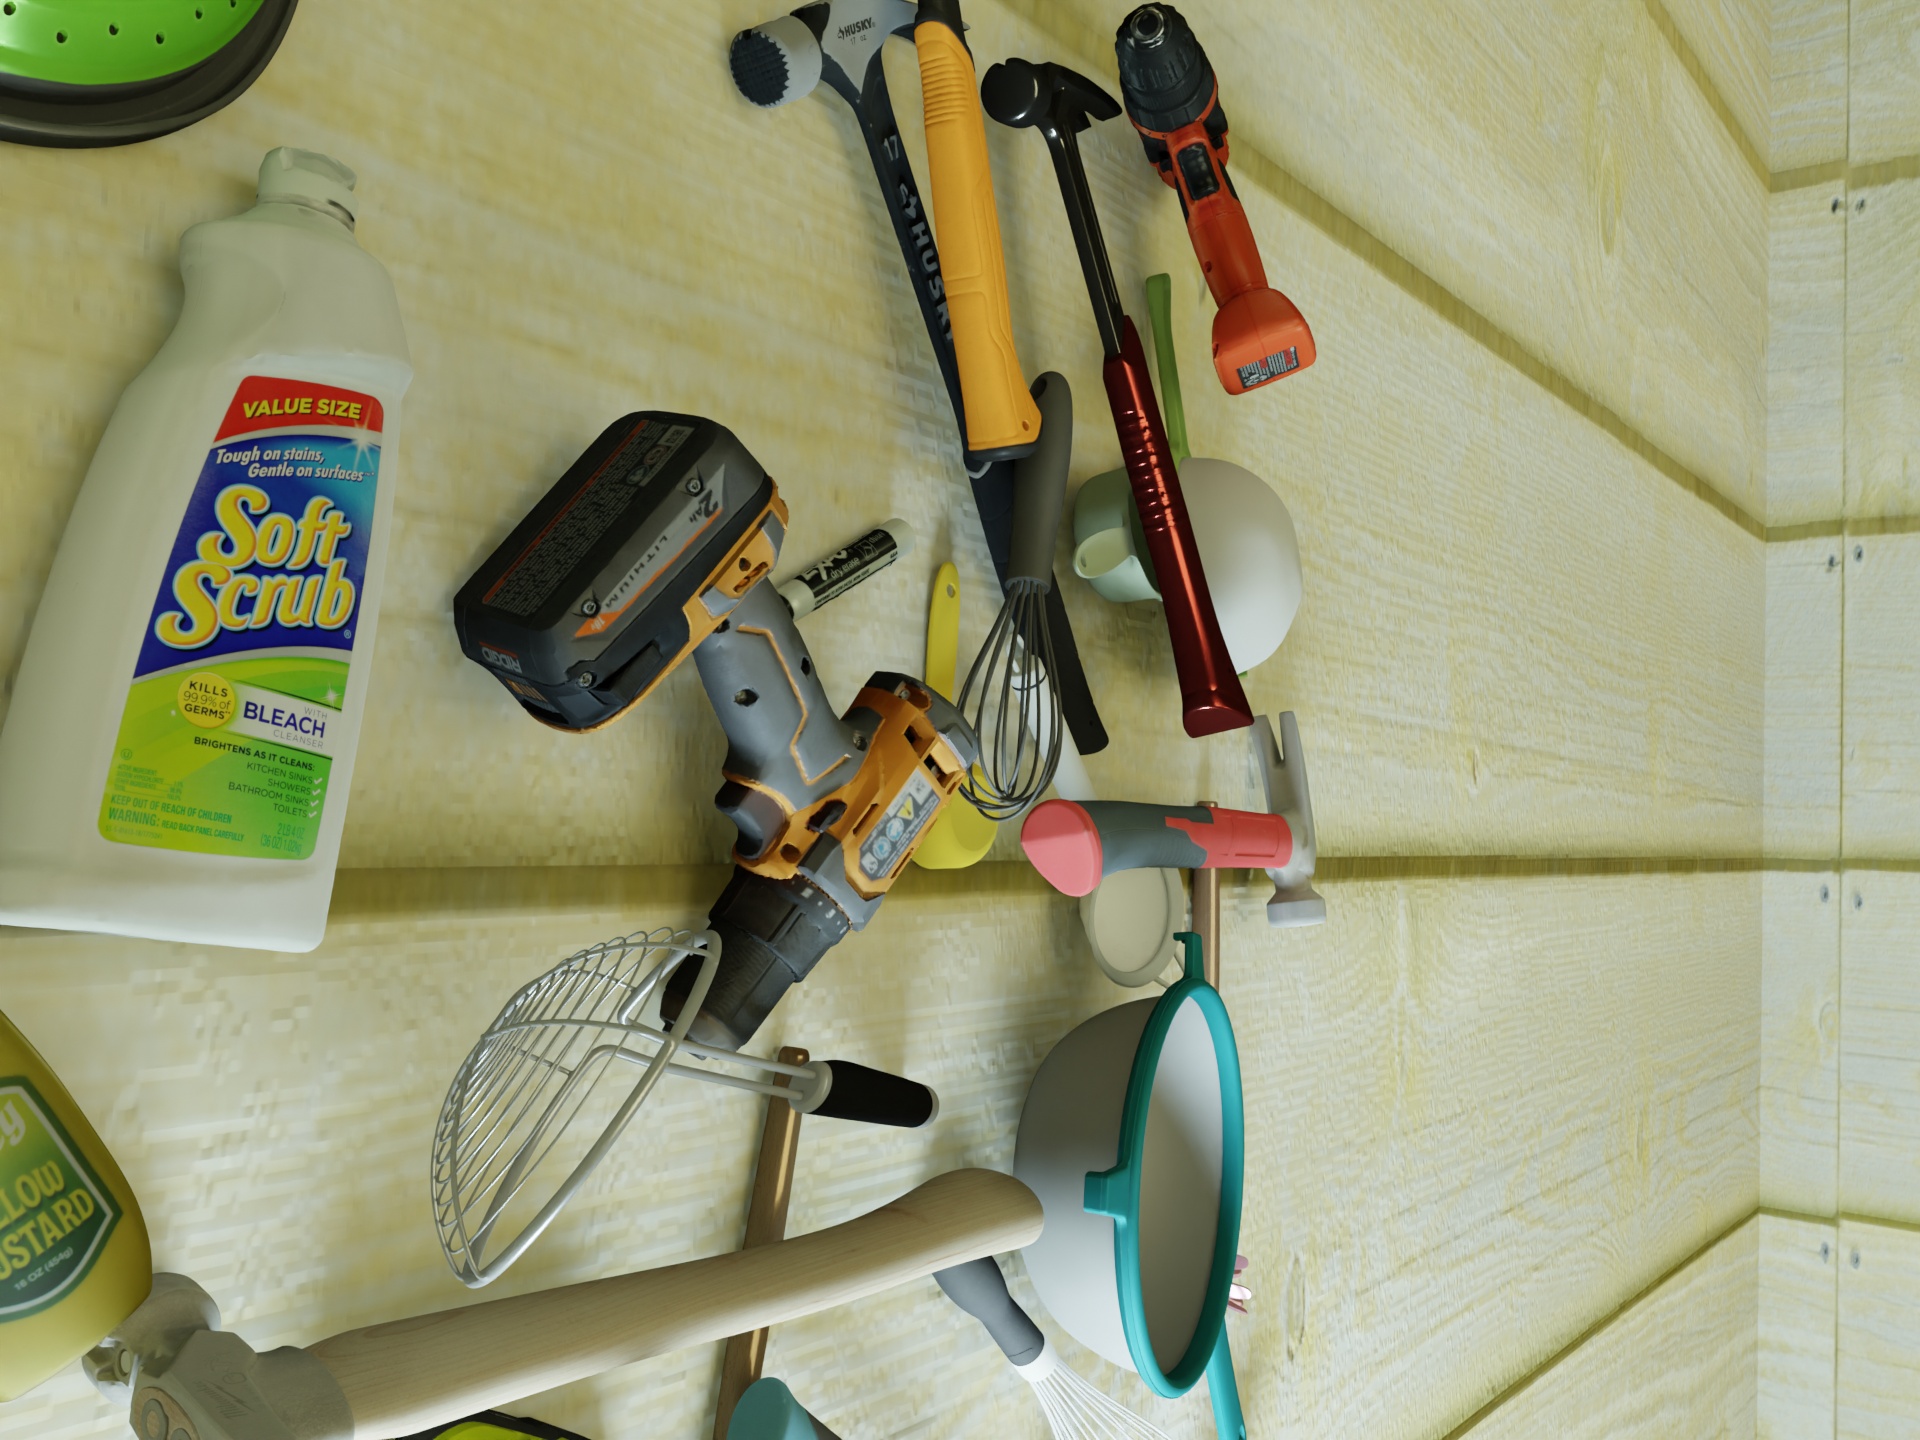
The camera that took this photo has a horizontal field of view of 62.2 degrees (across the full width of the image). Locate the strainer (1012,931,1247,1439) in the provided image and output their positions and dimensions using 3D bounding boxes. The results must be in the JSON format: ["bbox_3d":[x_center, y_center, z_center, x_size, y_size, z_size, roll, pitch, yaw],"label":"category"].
[{"bbox_3d":[0.095,0.294,0.877,0.211,0.095,0.340,-58,141,-51],"label":"strainer"}]

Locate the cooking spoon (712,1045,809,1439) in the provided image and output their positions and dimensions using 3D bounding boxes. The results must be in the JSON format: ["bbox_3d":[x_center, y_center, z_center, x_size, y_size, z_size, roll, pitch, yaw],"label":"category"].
[{"bbox_3d":[-0.098,0.302,0.687,0.068,0.017,0.319,24,71,-53],"label":"cooking spoon"}]

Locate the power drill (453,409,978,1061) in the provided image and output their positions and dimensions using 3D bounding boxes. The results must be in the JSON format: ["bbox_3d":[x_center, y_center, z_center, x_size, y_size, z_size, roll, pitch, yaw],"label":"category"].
[{"bbox_3d":[-0.099,0.015,0.635,0.185,0.084,0.226,-54,134,-20],"label":"power drill"}]

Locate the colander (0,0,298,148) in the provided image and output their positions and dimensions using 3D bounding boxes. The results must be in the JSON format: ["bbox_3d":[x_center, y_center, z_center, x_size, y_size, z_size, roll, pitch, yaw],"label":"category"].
[{"bbox_3d":[-0.279,-0.203,0.396,0.204,0.094,0.397,48,54,-41],"label":"colander"}]

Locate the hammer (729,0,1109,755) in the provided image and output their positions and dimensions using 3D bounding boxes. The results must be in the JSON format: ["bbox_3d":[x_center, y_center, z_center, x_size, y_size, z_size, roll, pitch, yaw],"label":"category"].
[{"bbox_3d":[0.008,-0.158,0.813,0.149,0.036,0.408,-45,124,-44],"label":"hammer"}]

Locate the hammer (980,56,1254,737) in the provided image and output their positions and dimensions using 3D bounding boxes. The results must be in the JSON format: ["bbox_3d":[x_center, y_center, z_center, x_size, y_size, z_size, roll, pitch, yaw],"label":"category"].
[{"bbox_3d":[0.096,-0.168,0.854,0.149,0.037,0.359,-25,100,-64],"label":"hammer"}]

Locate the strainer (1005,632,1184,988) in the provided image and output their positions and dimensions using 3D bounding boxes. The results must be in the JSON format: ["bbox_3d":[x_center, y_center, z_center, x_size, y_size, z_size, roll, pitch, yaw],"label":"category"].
[{"bbox_3d":[0.070,0.055,0.869,0.087,0.050,0.258,-49,130,-34],"label":"strainer"}]

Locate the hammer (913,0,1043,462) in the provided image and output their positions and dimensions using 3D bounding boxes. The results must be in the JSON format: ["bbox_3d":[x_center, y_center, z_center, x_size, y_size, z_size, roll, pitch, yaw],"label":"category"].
[{"bbox_3d":[-0.008,-0.288,0.735,0.127,0.034,0.336,-24,109,-53],"label":"hammer"}]

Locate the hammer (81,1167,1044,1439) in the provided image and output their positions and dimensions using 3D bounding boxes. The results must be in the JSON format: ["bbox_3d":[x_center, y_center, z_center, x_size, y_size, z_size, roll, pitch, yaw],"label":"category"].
[{"bbox_3d":[-0.088,0.222,0.598,0.410,0.146,0.038,8,98,-52],"label":"hammer"}]

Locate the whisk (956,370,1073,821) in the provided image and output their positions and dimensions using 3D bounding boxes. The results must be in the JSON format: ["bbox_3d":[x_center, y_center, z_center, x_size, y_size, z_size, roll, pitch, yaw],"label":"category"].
[{"bbox_3d":[0.032,-0.066,0.782,0.055,0.055,0.239,30,61,-48],"label":"whisk"}]

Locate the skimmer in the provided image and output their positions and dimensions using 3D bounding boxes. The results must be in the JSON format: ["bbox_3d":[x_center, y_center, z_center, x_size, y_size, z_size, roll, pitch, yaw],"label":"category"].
[{"bbox_3d":[-0.068,0.155,0.611,0.127,0.090,0.363,-52,152,0],"label":"skimmer"}]

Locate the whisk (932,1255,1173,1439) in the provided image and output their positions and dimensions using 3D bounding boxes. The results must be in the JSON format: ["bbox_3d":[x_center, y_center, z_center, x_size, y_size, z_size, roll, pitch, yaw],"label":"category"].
[{"bbox_3d":[0.054,0.358,0.852,0.284,0.070,0.070,58,48,-27],"label":"whisk"}]

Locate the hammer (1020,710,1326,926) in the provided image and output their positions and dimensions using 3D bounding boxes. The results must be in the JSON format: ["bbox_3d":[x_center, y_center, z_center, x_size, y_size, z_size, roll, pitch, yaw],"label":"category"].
[{"bbox_3d":[0.132,0.051,0.903,0.386,0.038,0.143,10,72,-61],"label":"hammer"}]

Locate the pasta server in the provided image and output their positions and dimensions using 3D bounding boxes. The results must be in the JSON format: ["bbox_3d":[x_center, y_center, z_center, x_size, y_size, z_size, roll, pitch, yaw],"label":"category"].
[{"bbox_3d":[0.162,0.209,1.004,0.060,0.040,0.316,56,36,-84],"label":"pasta server"}]

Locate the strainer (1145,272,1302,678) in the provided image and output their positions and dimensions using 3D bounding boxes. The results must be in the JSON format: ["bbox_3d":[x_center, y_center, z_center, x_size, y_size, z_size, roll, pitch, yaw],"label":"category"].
[{"bbox_3d":[0.160,-0.147,0.953,0.151,0.069,0.256,-1,82,-71],"label":"strainer"}]

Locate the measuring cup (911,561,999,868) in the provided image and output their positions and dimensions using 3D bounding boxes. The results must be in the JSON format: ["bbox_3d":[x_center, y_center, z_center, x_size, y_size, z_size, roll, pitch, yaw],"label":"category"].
[{"bbox_3d":[-0.001,-0.003,0.802,0.062,0.029,0.156,5,88,-52],"label":"measuring cup"}]

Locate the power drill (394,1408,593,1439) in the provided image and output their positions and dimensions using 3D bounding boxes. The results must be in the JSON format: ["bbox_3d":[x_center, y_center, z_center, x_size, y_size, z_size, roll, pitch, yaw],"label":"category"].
[{"bbox_3d":[-0.096,0.297,0.522,0.171,0.223,0.080,46,55,-42],"label":"power drill"}]

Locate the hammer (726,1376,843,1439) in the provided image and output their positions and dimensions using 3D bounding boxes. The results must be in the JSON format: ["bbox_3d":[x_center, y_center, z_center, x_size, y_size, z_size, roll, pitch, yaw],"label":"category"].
[{"bbox_3d":[-0.018,0.400,0.761,0.330,0.033,0.128,58,47,-39],"label":"hammer"}]

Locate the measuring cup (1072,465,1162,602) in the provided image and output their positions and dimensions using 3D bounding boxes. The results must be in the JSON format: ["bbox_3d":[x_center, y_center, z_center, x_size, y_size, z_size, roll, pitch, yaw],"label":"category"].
[{"bbox_3d":[0.074,-0.094,0.862,0.167,0.038,0.083,-32,110,-64],"label":"measuring cup"}]
